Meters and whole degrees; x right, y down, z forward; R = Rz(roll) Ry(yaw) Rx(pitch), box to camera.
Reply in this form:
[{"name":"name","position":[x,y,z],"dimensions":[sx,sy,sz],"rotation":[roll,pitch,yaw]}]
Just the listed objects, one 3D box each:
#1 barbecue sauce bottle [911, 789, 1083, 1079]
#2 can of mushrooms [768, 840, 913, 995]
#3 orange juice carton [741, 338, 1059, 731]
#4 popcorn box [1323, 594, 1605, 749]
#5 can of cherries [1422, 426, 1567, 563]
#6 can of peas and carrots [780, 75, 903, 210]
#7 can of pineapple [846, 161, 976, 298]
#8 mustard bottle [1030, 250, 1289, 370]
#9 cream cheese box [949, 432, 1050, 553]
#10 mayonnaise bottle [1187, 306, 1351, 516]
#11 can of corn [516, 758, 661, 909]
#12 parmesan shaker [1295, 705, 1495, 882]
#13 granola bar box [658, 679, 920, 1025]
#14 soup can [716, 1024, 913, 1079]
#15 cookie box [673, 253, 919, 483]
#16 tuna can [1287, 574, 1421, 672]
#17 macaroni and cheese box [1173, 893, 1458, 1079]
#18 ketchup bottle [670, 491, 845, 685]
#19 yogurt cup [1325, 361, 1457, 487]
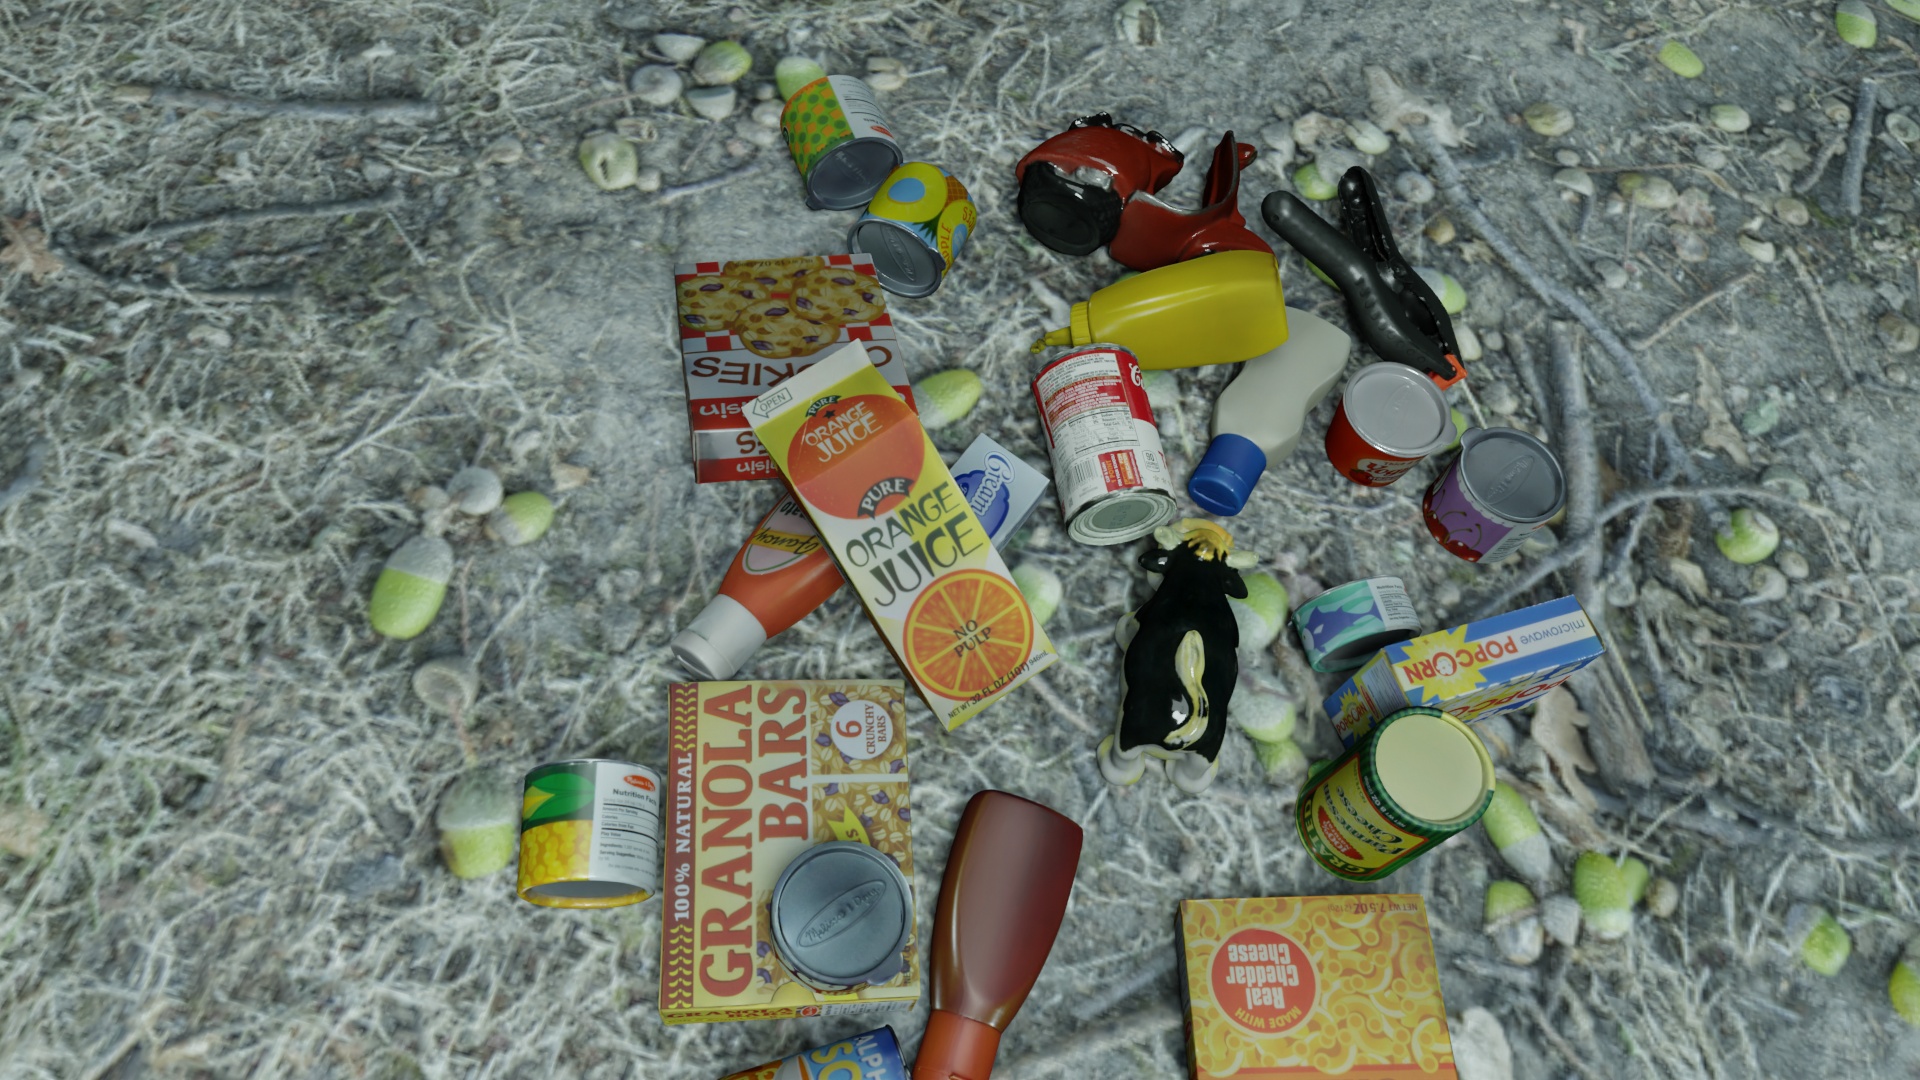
[{"name":"barbecue sauce bottle","position":[0.014,0.203,0.690],"dimensions":[0.065,0.043,0.149],"rotation":[24,62,-10]},{"name":"can of mushrooms","position":[-0.055,0.180,0.653],"dimensions":[0.071,0.033,0.071],"rotation":[5,61,-8]},{"name":"orange juice carton","position":[-0.033,-0.005,0.719],"dimensions":[0.072,0.073,0.192],"rotation":[-33,105,-8]},{"name":"popcorn box","position":[0.279,0.076,0.773],"dimensions":[0.127,0.084,0.038],"rotation":[-13,66,-15]},{"name":"can of cherries","position":[0.325,-0.029,0.851],"dimensions":[0.071,0.058,0.072],"rotation":[3,63,-6]},{"name":"can of peas and carrots","position":[-0.080,-0.258,0.909],"dimensions":[0.071,0.070,0.059],"rotation":[-17,66,-16]},{"name":"can of pineapple","position":[-0.028,-0.197,0.881],"dimensions":[0.071,0.070,0.058],"rotation":[25,62,5]},{"name":"mustard bottle","position":[0.120,-0.138,0.866],"dimensions":[0.160,0.065,0.049],"rotation":[-7,42,15]},{"name":"cream cheese box","position":[0.003,-0.010,0.812],"dimensions":[0.053,0.024,0.104],"rotation":[34,63,8]},{"name":"mayonnaise bottle","position":[0.189,-0.081,0.869],"dimensions":[0.065,0.041,0.149],"rotation":[27,63,14]},{"name":"can of corn","position":[-0.183,0.145,0.681],"dimensions":[0.071,0.071,0.058],"rotation":[0,63,-8]},{"name":"parmesan shaker","position":[0.223,0.131,0.726],"dimensions":[0.071,0.102,0.071],"rotation":[3,62,-6]},{"name":"granola bar box","position":[-0.087,0.153,0.704],"dimensions":[0.124,0.039,0.166],"rotation":[0,63,-9]},{"name":"soup can","position":[-0.063,0.265,0.631],"dimensions":[0.084,0.071,0.071],"rotation":[-13,65,-14]},{"name":"cookie box","position":[-0.099,-0.104,0.810],"dimensions":[0.123,0.040,0.168],"rotation":[-5,44,-12]},{"name":"tuna can","position":[0.224,0.049,0.793],"dimensions":[0.071,0.070,0.033],"rotation":[-10,66,-13]},{"name":"macaroni and cheese box","position":[0.173,0.258,0.669],"dimensions":[0.124,0.040,0.167],"rotation":[-2,57,2]},{"name":"ketchup bottle","position":[-0.097,0.017,0.769],"dimensions":[0.065,0.043,0.149],"rotation":[22,58,34]},{"name":"yogurt cup","position":[0.263,-0.069,0.865],"dimensions":[0.072,0.053,0.073],"rotation":[4,62,-7]}]
